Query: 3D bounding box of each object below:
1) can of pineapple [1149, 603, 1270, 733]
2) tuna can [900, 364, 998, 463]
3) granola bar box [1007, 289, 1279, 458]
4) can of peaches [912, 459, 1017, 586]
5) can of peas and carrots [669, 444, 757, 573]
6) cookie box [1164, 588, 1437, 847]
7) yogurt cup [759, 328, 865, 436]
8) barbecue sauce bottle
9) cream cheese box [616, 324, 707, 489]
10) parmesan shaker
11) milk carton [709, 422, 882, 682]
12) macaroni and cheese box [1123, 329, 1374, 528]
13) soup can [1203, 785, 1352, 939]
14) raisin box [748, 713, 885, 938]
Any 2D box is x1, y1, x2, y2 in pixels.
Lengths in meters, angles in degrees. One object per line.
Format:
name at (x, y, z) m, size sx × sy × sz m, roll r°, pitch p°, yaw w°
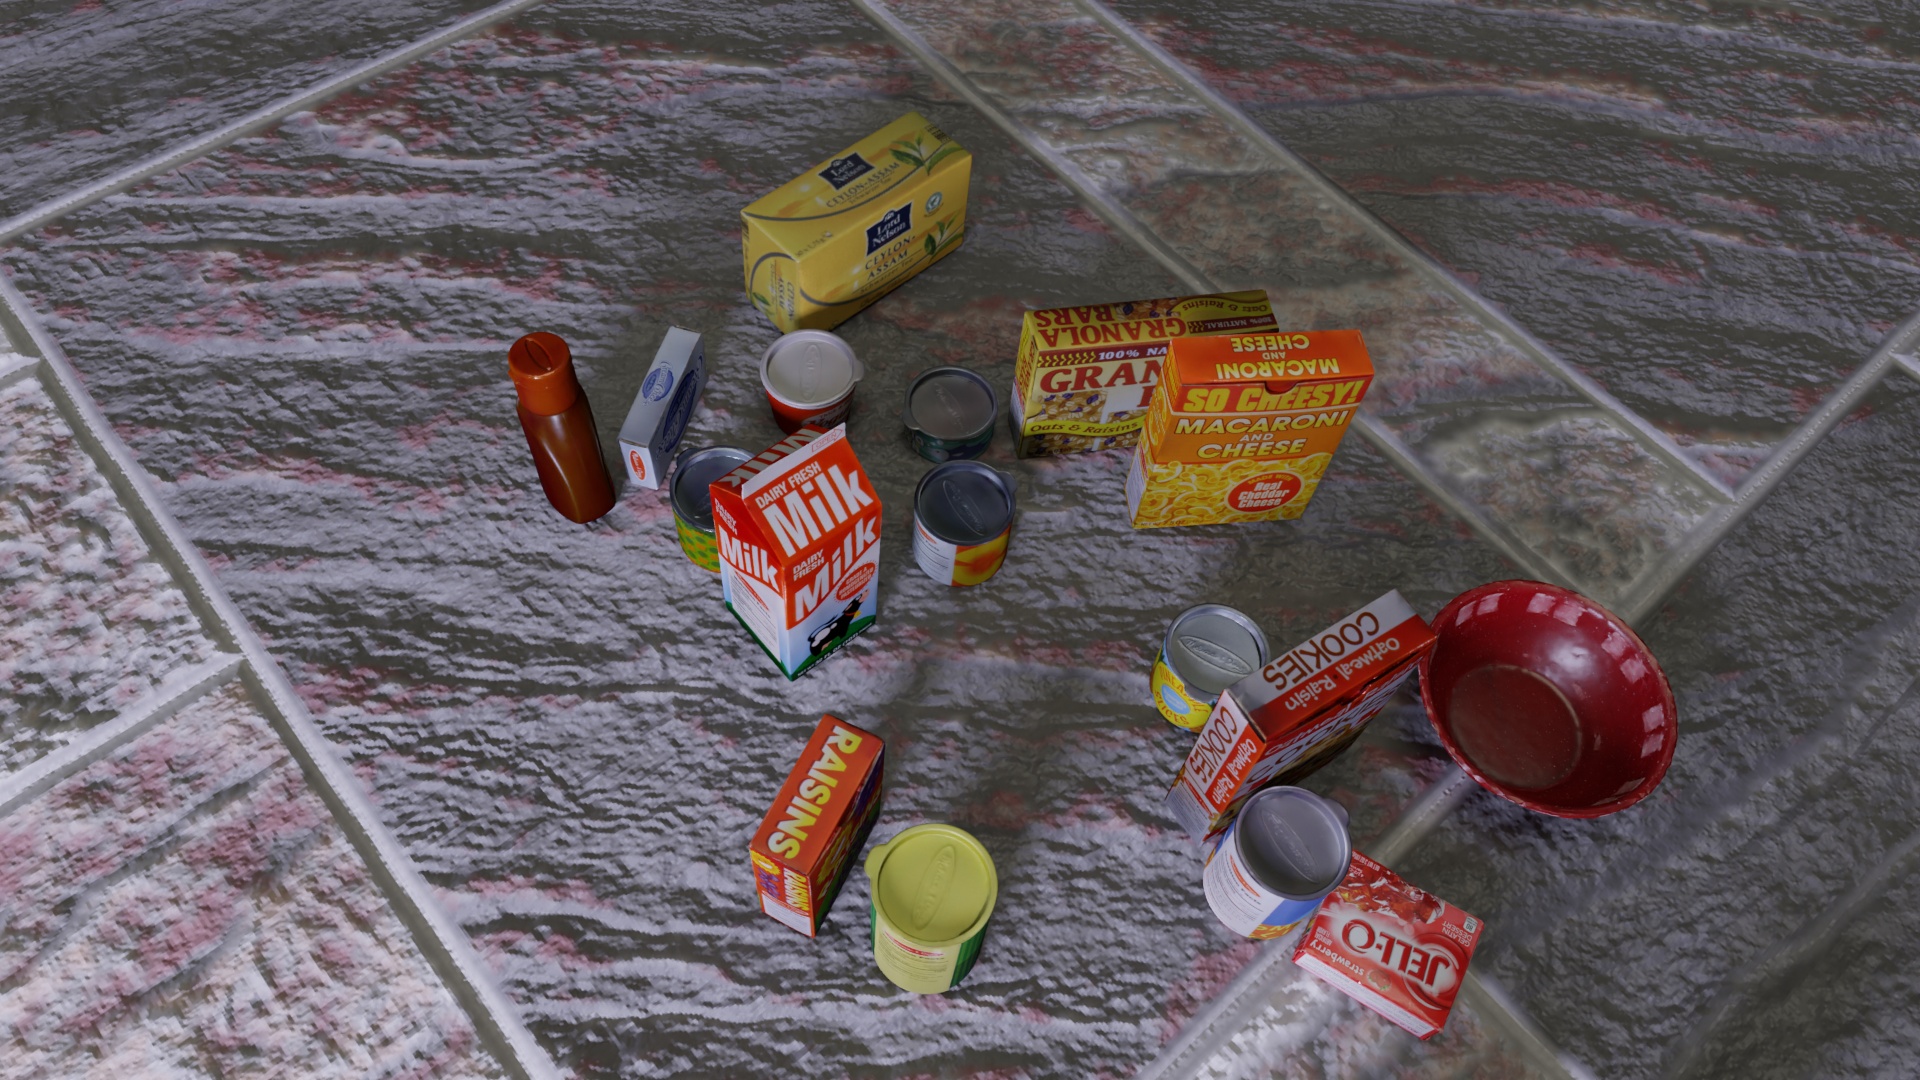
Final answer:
can of pineapple at (0.155, 0.083, 0.879) m, size 0.071 × 0.057 × 0.071 m, roll 2°, pitch 59°, yaw -3°
tuna can at (-0.010, -0.088, 0.983) m, size 0.071 × 0.032 × 0.071 m, roll 2°, pitch 59°, yaw -3°
granola bar box at (0.122, -0.112, 0.956) m, size 0.166 × 0.123 × 0.039 m, roll -7°, pitch 60°, yaw -9°
can of peaches at (0.003, -0.012, 0.923) m, size 0.071 × 0.057 × 0.071 m, roll 2°, pitch 59°, yaw -3°
can of peas and carrots at (-0.157, -0.021, 0.915) m, size 0.071 × 0.058 × 0.071 m, roll 2°, pitch 59°, yaw -3°
cookie box at (0.192, 0.107, 0.804) m, size 0.123 × 0.166 × 0.040 m, roll -27°, pitch 65°, yaw -19°
yogurt cup at (-0.105, -0.106, 0.974) m, size 0.072 × 0.053 × 0.073 m, roll 2°, pitch 59°, yaw -3°
barbecue sauce bottle at (-0.256, -0.073, 0.886) m, size 0.044 × 0.147 × 0.065 m, roll -30°, pitch 66°, yaw -20°
cream cheese box at (-0.204, -0.092, 0.957) m, size 0.024 × 0.053 × 0.104 m, roll 14°, pitch 59°, yaw 4°
parmesan shaker at (-0.019, 0.203, 0.765) m, size 0.071 × 0.102 × 0.071 m, roll 2°, pitch 59°, yaw -3°
milk carton at (-0.097, 0.001, 0.830) m, size 0.072 × 0.189 × 0.073 m, roll -35°, pitch 68°, yaw -22°
macaroni and cheese box at (0.184, -0.069, 0.909) m, size 0.124 × 0.165 × 0.040 m, roll -4°, pitch 60°, yaw -7°
soup can at (0.184, 0.186, 0.804) m, size 0.071 × 0.083 × 0.071 m, roll 2°, pitch 59°, yaw -3°
raisin box at (-0.078, 0.161, 0.774) m, size 0.040 × 0.122 × 0.086 m, roll 25°, pitch 60°, yaw 10°
